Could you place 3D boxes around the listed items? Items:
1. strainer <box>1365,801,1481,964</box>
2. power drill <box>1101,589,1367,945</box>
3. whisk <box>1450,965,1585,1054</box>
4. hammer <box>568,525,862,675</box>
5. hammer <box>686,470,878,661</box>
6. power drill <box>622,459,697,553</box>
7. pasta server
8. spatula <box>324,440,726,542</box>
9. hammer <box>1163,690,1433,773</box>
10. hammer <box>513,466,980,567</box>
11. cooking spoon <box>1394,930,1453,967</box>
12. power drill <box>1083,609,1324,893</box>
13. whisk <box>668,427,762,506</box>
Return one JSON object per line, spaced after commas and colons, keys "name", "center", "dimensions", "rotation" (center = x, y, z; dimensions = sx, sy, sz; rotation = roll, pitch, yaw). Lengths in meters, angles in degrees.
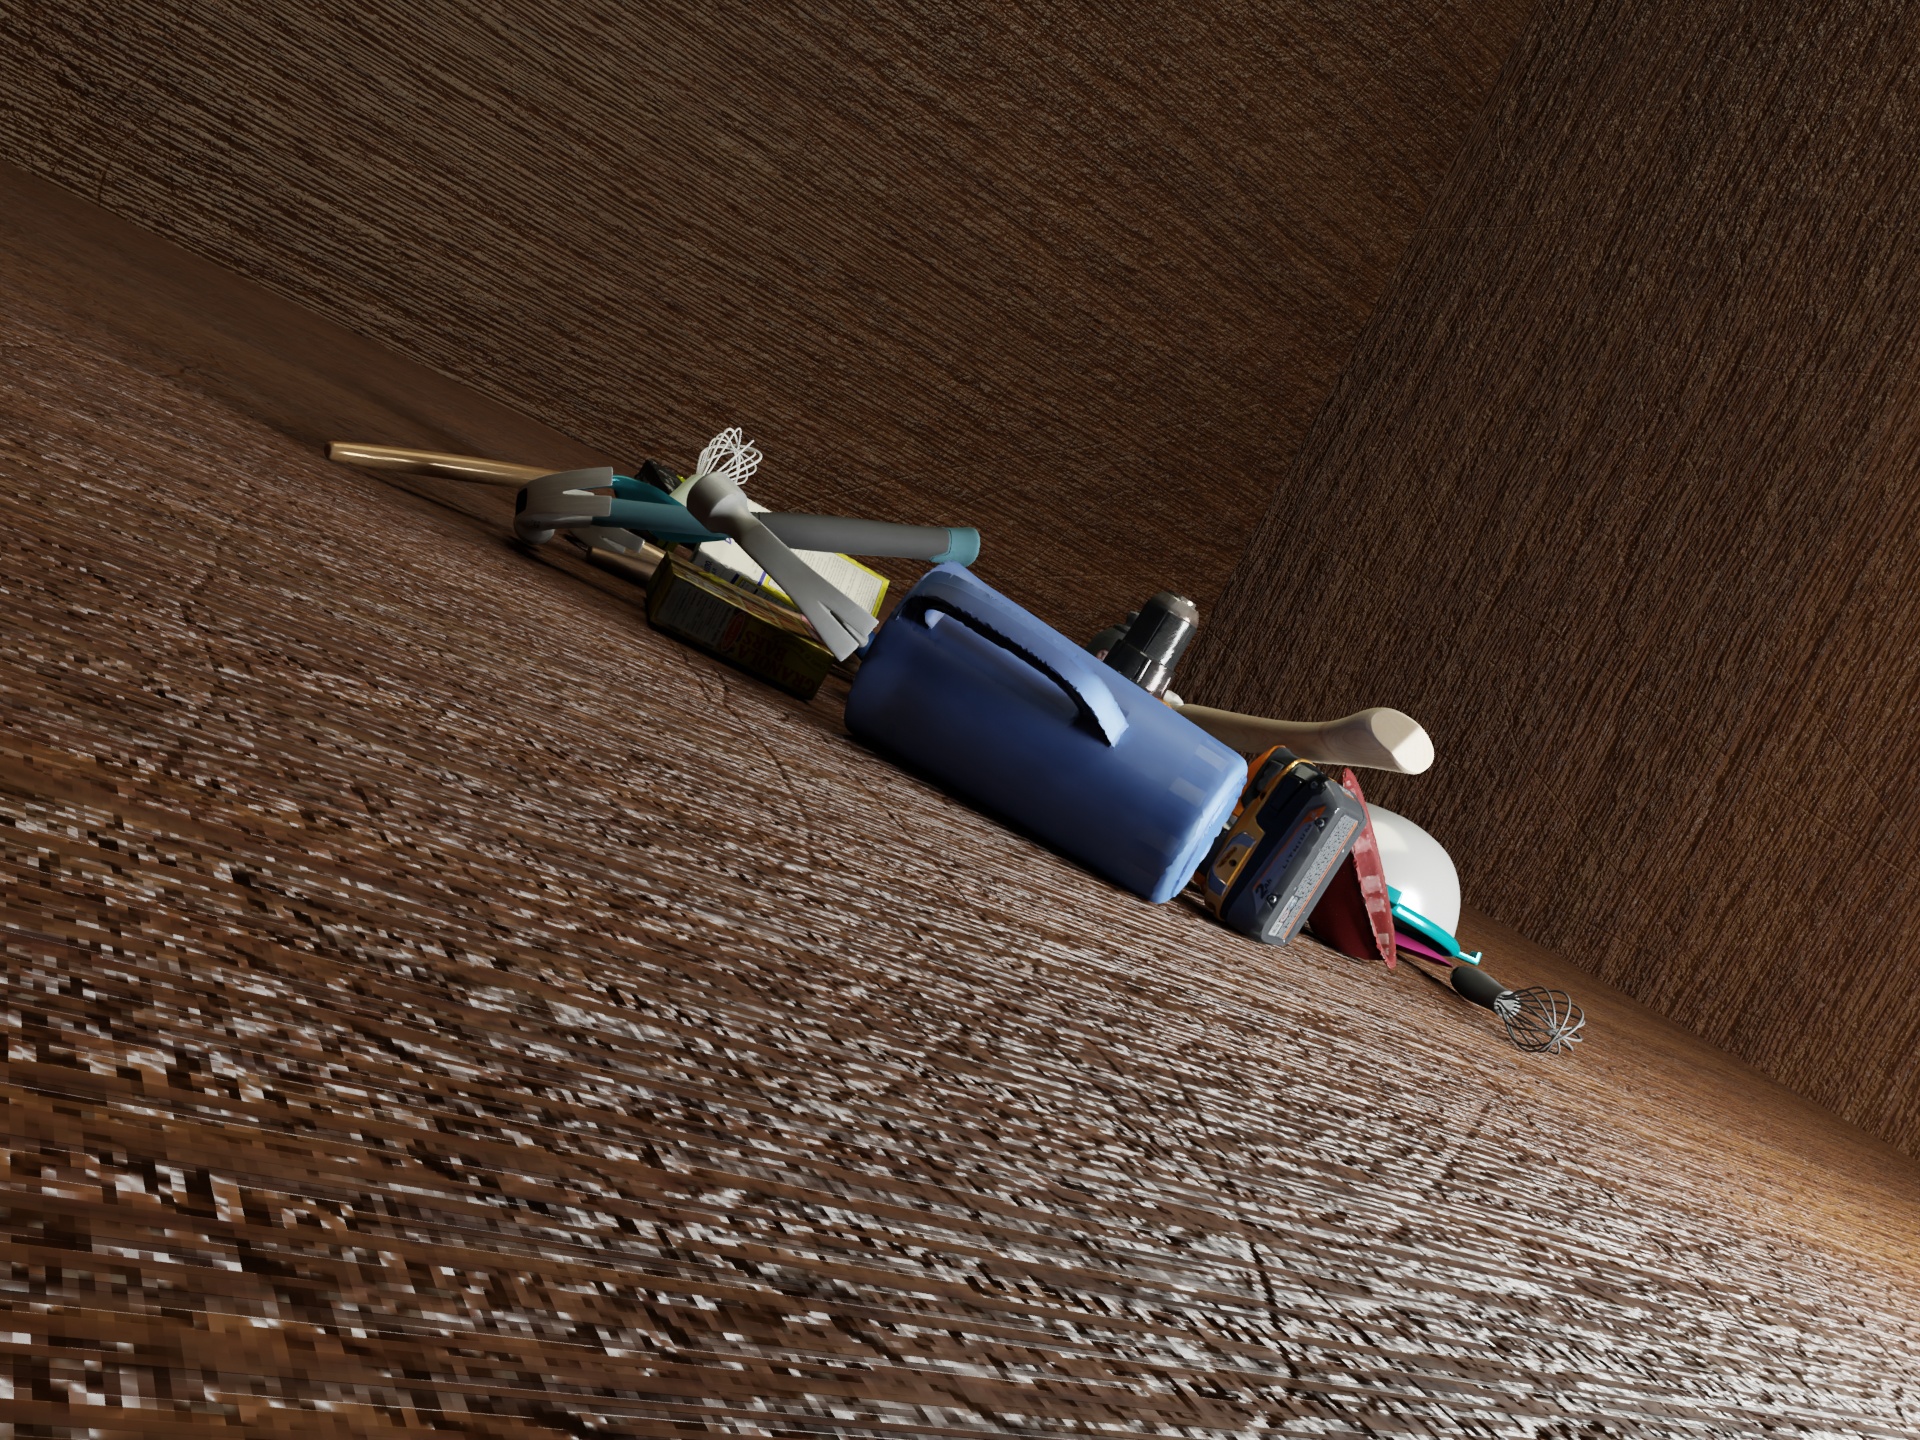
{"name": "strainer", "center": [0.335, 0.110, 1.507], "dimensions": [0.341, 0.095, 0.210], "rotation": [25, -6, 46]}
{"name": "power drill", "center": [0.169, 0.028, 1.112], "dimensions": [0.226, 0.185, 0.084], "rotation": [34, 6, 32]}
{"name": "whisk", "center": [0.451, 0.231, 1.313], "dimensions": [0.055, 0.055, 0.239], "rotation": [27, 1, -2]}
{"name": "hammer", "center": [-0.185, -0.099, 1.380], "dimensions": [0.331, 0.031, 0.130], "rotation": [27, 5, -14]}
{"name": "hammer", "center": [-0.078, -0.062, 1.167], "dimensions": [0.144, 0.035, 0.405], "rotation": [44, 0, 16]}
{"name": "power drill", "center": [-0.223, -0.161, 1.571], "dimensions": [0.223, 0.080, 0.171], "rotation": [28, 9, -27]}
{"name": "pasta server", "center": [-0.157, -0.096, 1.316], "dimensions": [0.316, 0.040, 0.060], "rotation": [17, -9, -29]}
{"name": "spatula", "center": [-0.316, -0.168, 1.174], "dimensions": [0.082, 0.044, 0.317], "rotation": [4, 2, 41]}
{"name": "hammer", "center": [0.257, 0.021, 1.273], "dimensions": [0.146, 0.038, 0.411], "rotation": [51, -11, -12]}
{"name": "hammer", "center": [-0.149, -0.140, 1.146], "dimensions": [0.331, 0.033, 0.128], "rotation": [4, -7, -17]}
{"name": "cooking spoon", "center": [0.299, 0.154, 1.424], "dimensions": [0.319, 0.017, 0.069], "rotation": [25, -7, -7]}
{"name": "power drill", "center": [0.163, 0.026, 1.204], "dimensions": [0.227, 0.164, 0.084], "rotation": [32, 4, 25]}
{"name": "whisk", "center": [-0.241, -0.220, 1.478], "dimensions": [0.059, 0.057, 0.246], "rotation": [10, 27, 7]}
